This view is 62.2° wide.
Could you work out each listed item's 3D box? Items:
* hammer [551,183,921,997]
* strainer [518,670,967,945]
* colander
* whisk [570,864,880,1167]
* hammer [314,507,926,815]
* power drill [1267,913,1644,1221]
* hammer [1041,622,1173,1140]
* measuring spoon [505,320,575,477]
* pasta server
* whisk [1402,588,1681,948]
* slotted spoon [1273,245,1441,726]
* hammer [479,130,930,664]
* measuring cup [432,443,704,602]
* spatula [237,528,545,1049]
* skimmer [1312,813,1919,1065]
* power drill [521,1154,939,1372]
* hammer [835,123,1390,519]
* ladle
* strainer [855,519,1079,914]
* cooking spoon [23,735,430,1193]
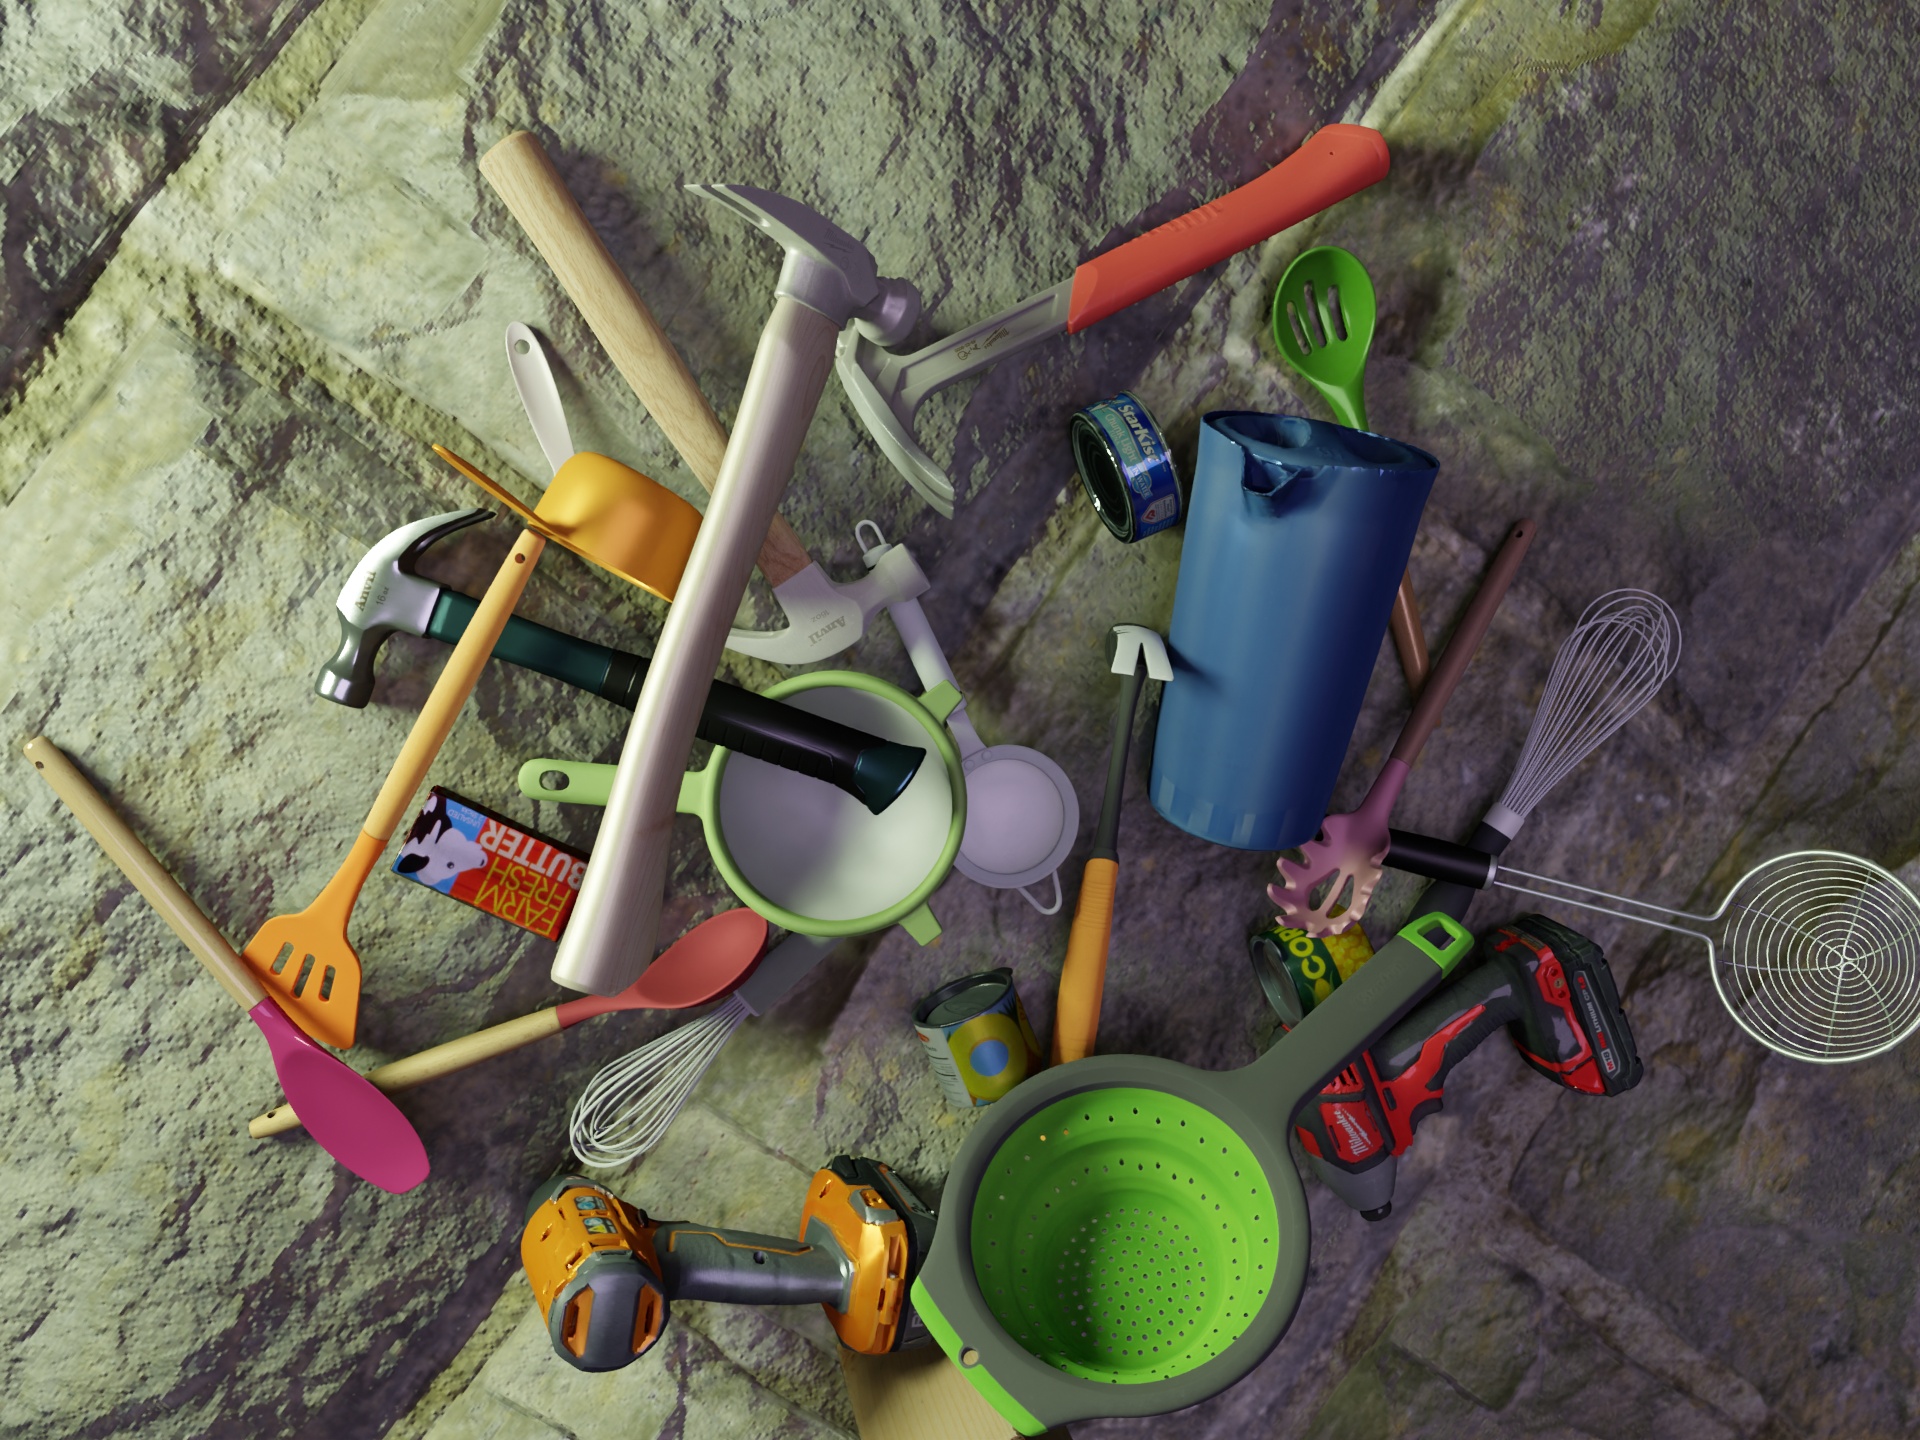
[{"bbox_3d":[-0.136,-0.062,0.810,0.146,0.038,0.411,21,85,-48],"label":"hammer"},{"bbox_3d":[-0.123,0.043,0.927,0.256,0.069,0.151,5,90,2],"label":"strainer"},{"bbox_3d":[0.157,0.257,0.931,0.397,0.205,0.094,-36,143,-19],"label":"colander"},{"bbox_3d":[-0.134,0.172,0.946,0.246,0.059,0.057,-42,143,-9],"label":"whisk"},{"bbox_3d":[-0.181,-0.020,0.877,0.331,0.033,0.128,20,92,0],"label":"hammer"},{"bbox_3d":[0.320,0.228,1.039,0.219,0.078,0.143,-24,101,-6],"label":"power drill"},{"bbox_3d":[0.082,0.113,0.957,0.034,0.127,0.337,8,101,1],"label":"hammer"},{"bbox_3d":[-0.231,-0.165,0.899,0.034,0.018,0.124,-19,94,-10],"label":"measuring spoon"},{"bbox_3d":[0.287,0.001,0.997,0.316,0.060,0.040,-59,148,-11],"label":"pasta server"},{"bbox_3d":[0.374,0.039,1.037,0.070,0.070,0.284,32,94,-14],"label":"whisk"},{"bbox_3d":[0.258,-0.141,1.003,0.070,0.031,0.313,-20,103,-8],"label":"slotted spoon"},{"bbox_3d":[-0.161,-0.176,0.894,0.130,0.031,0.331,-33,100,4],"label":"hammer"},{"bbox_3d":[-0.196,-0.118,0.809,0.052,0.095,0.173,-61,149,-5],"label":"measuring cup"},{"bbox_3d":[-0.303,0.038,0.863,0.081,0.041,0.322,30,98,-5],"label":"spatula"},{"bbox_3d":[0.389,0.109,0.969,0.363,0.090,0.127,14,90,7],"label":"skimmer"},{"bbox_3d":[-0.137,0.302,0.915,0.226,0.164,0.084,7,95,-26],"label":"power drill"},{"bbox_3d":[0.102,-0.253,0.925,0.359,0.036,0.149,-28,70,-12],"label":"hammer"},{"bbox_3d":[-0.256,0.181,0.918,0.315,0.069,0.031,-20,121,-4],"label":"ladle"},{"bbox_3d":[-0.002,-0.003,0.955,0.087,0.050,0.258,-26,96,-4],"label":"strainer"},{"bbox_3d":[-0.402,0.136,0.874,0.068,0.017,0.319,-34,98,29],"label":"cooking spoon"}]
